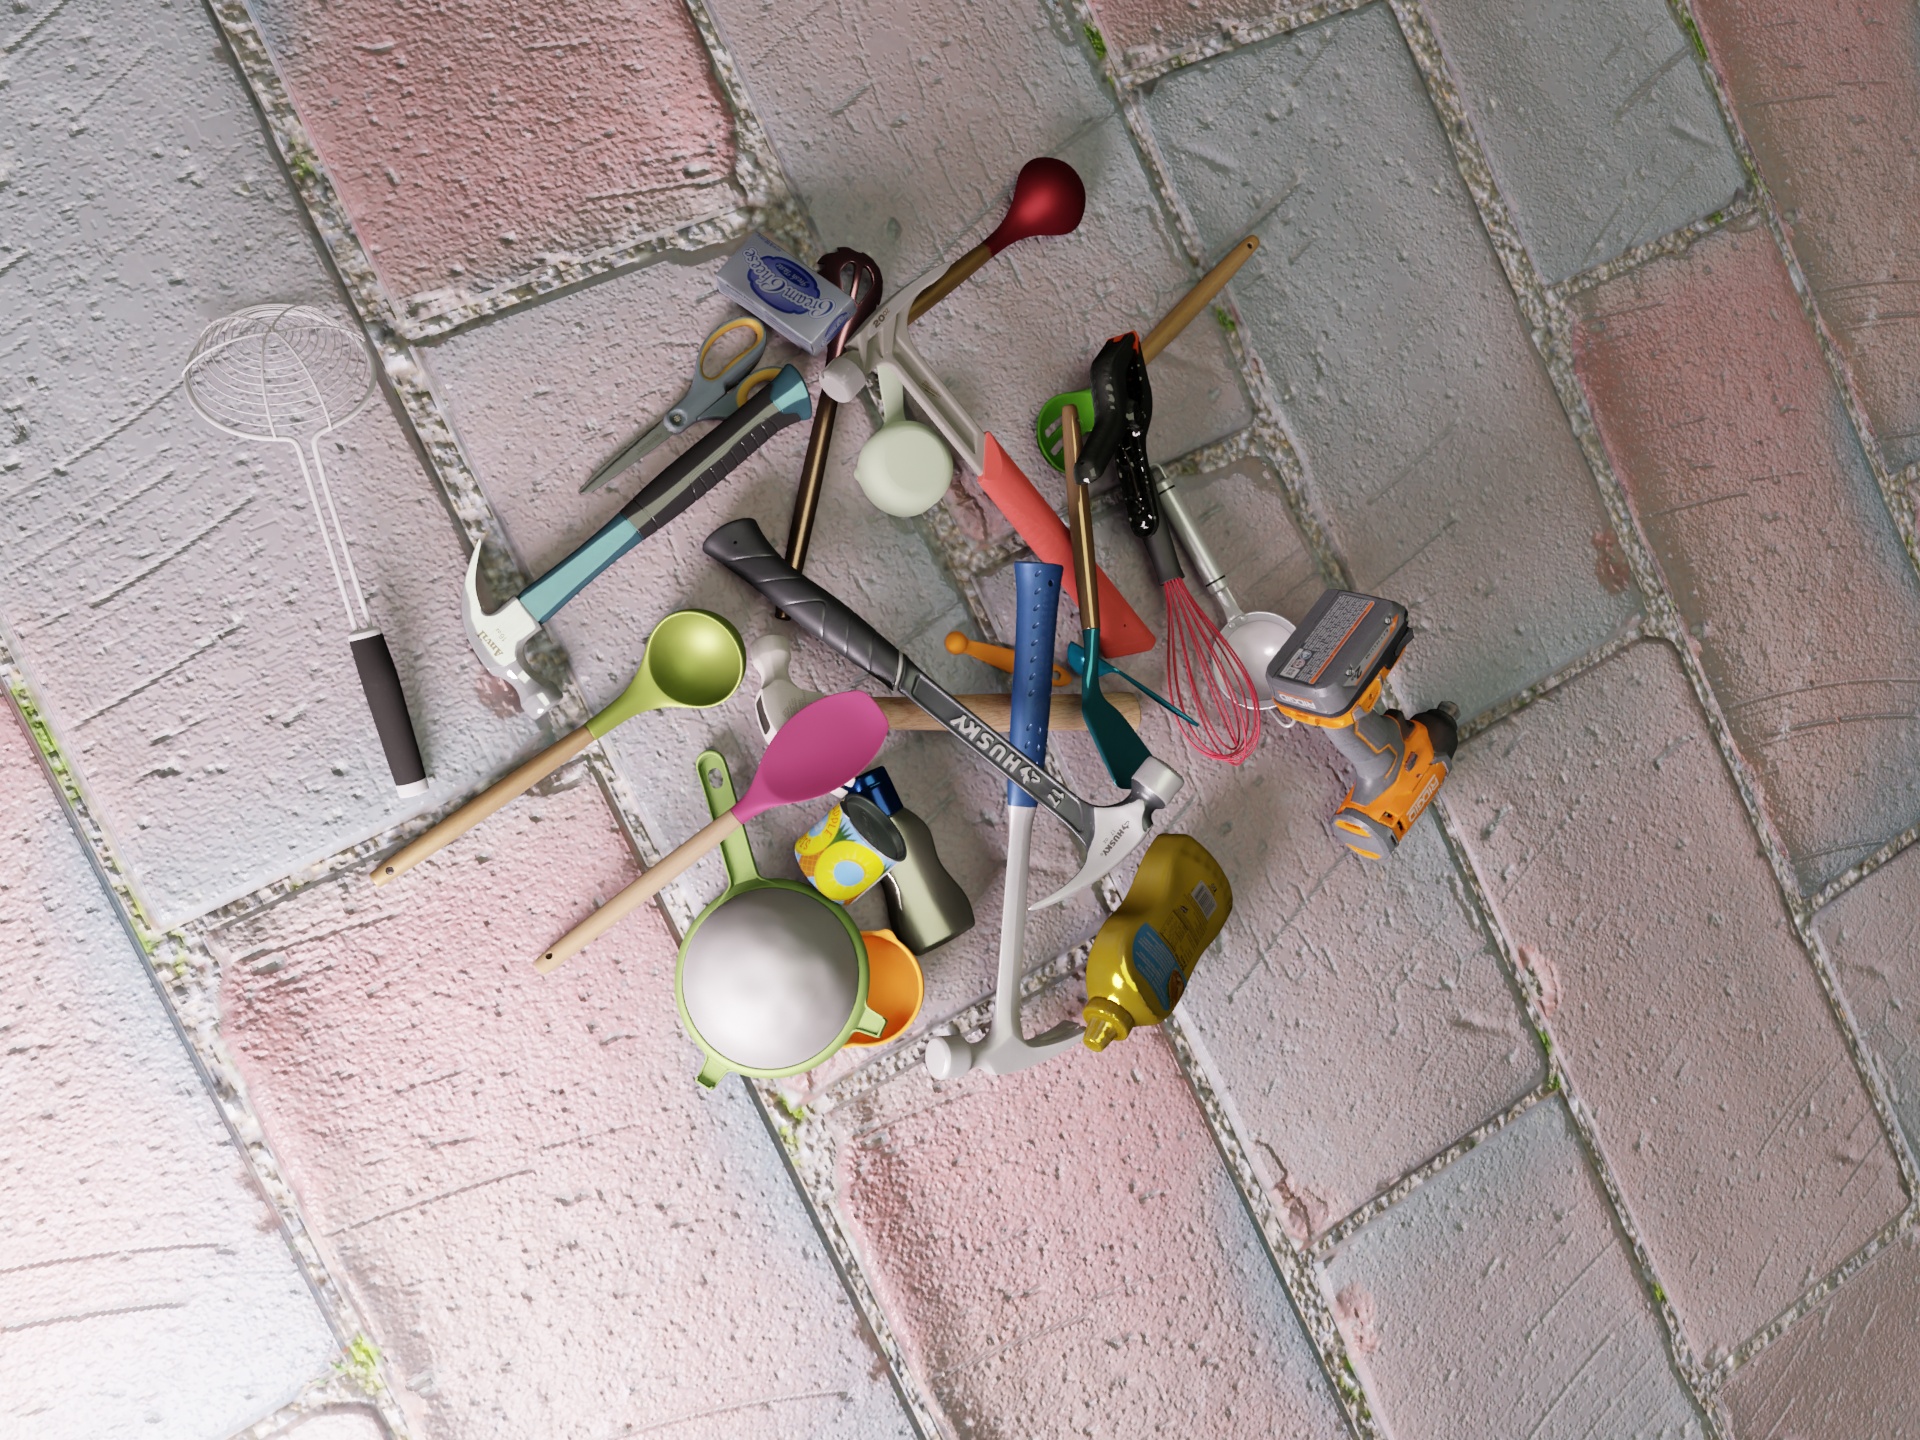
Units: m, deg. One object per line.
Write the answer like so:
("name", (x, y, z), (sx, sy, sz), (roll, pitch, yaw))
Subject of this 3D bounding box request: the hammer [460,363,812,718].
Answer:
("hammer", (-0.240, -0.156, 1.214), (0.331, 0.033, 0.128), (-43, 101, -14))

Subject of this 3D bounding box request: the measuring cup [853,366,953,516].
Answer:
("measuring cup", (-0.048, -0.252, 1.299), (0.083, 0.038, 0.167), (-7, 89, -20))

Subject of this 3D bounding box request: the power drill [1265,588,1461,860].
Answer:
("power drill", (0.360, -0.007, 1.369), (0.164, 0.084, 0.226), (-50, 130, -18))

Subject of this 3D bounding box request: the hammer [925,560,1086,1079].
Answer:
("hammer", (0.053, 0.078, 1.262), (0.144, 0.035, 0.405), (2, 94, -34))

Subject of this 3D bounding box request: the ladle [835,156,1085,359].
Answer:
("ladle", (0.002, -0.376, 1.318), (0.315, 0.031, 0.069), (-44, 103, -23))

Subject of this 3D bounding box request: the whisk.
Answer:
("whisk", (0.187, -0.101, 1.362), (0.073, 0.073, 0.296), (-17, 86, -20))

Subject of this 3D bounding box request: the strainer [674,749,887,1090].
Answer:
("strainer", (-0.161, 0.141, 1.190), (0.151, 0.069, 0.256), (-18, 81, 2))

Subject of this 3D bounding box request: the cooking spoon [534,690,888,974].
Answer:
("cooking spoon", (-0.187, 0.087, 1.184), (0.319, 0.017, 0.069), (-38, 71, -2))

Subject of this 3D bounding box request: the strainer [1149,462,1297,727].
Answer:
("strainer", (0.230, -0.112, 1.387), (0.087, 0.050, 0.258), (-29, 90, 24))

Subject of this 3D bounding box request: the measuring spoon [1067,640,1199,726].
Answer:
("measuring spoon", (0.141, -0.024, 1.332), (0.128, 0.042, 0.021), (34, 97, 8))

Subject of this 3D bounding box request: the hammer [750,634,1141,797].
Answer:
("hammer", (-0.002, -0.004, 1.284), (0.331, 0.031, 0.130), (0, 61, -24))

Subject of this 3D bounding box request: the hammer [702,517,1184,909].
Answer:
("hammer", (-0.035, -0.021, 1.214), (0.409, 0.036, 0.149), (38, 87, 9))

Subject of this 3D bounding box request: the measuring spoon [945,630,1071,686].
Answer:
("measuring spoon", (0.042, -0.051, 1.328), (0.116, 0.011, 0.021), (18, 80, -17))

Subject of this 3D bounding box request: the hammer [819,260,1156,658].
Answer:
("hammer", (0.047, -0.194, 1.303), (0.358, 0.037, 0.149), (48, 67, -19))

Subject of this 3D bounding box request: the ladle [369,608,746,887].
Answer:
("ladle", (-0.296, 0.023, 1.179), (0.320, 0.062, 0.078), (-37, 97, -16))

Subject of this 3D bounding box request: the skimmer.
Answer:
("skimmer", (-0.451, -0.122, 1.150), (0.127, 0.090, 0.363), (-18, 102, -23))

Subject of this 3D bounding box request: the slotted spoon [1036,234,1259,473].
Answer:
("slotted spoon", (0.168, -0.325, 1.392), (0.070, 0.031, 0.314), (46, 71, -11))

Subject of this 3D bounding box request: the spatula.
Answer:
("spatula", (0.114, -0.101, 1.289), (0.082, 0.044, 0.317), (-4, 87, -53))

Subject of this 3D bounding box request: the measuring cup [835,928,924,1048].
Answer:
("measuring cup", (-0.110, 0.193, 1.239), (0.173, 0.052, 0.095), (20, 82, 8))

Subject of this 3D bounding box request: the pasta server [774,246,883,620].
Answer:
("pasta server", (-0.113, -0.235, 1.284), (0.060, 0.040, 0.316), (13, 85, -18))
